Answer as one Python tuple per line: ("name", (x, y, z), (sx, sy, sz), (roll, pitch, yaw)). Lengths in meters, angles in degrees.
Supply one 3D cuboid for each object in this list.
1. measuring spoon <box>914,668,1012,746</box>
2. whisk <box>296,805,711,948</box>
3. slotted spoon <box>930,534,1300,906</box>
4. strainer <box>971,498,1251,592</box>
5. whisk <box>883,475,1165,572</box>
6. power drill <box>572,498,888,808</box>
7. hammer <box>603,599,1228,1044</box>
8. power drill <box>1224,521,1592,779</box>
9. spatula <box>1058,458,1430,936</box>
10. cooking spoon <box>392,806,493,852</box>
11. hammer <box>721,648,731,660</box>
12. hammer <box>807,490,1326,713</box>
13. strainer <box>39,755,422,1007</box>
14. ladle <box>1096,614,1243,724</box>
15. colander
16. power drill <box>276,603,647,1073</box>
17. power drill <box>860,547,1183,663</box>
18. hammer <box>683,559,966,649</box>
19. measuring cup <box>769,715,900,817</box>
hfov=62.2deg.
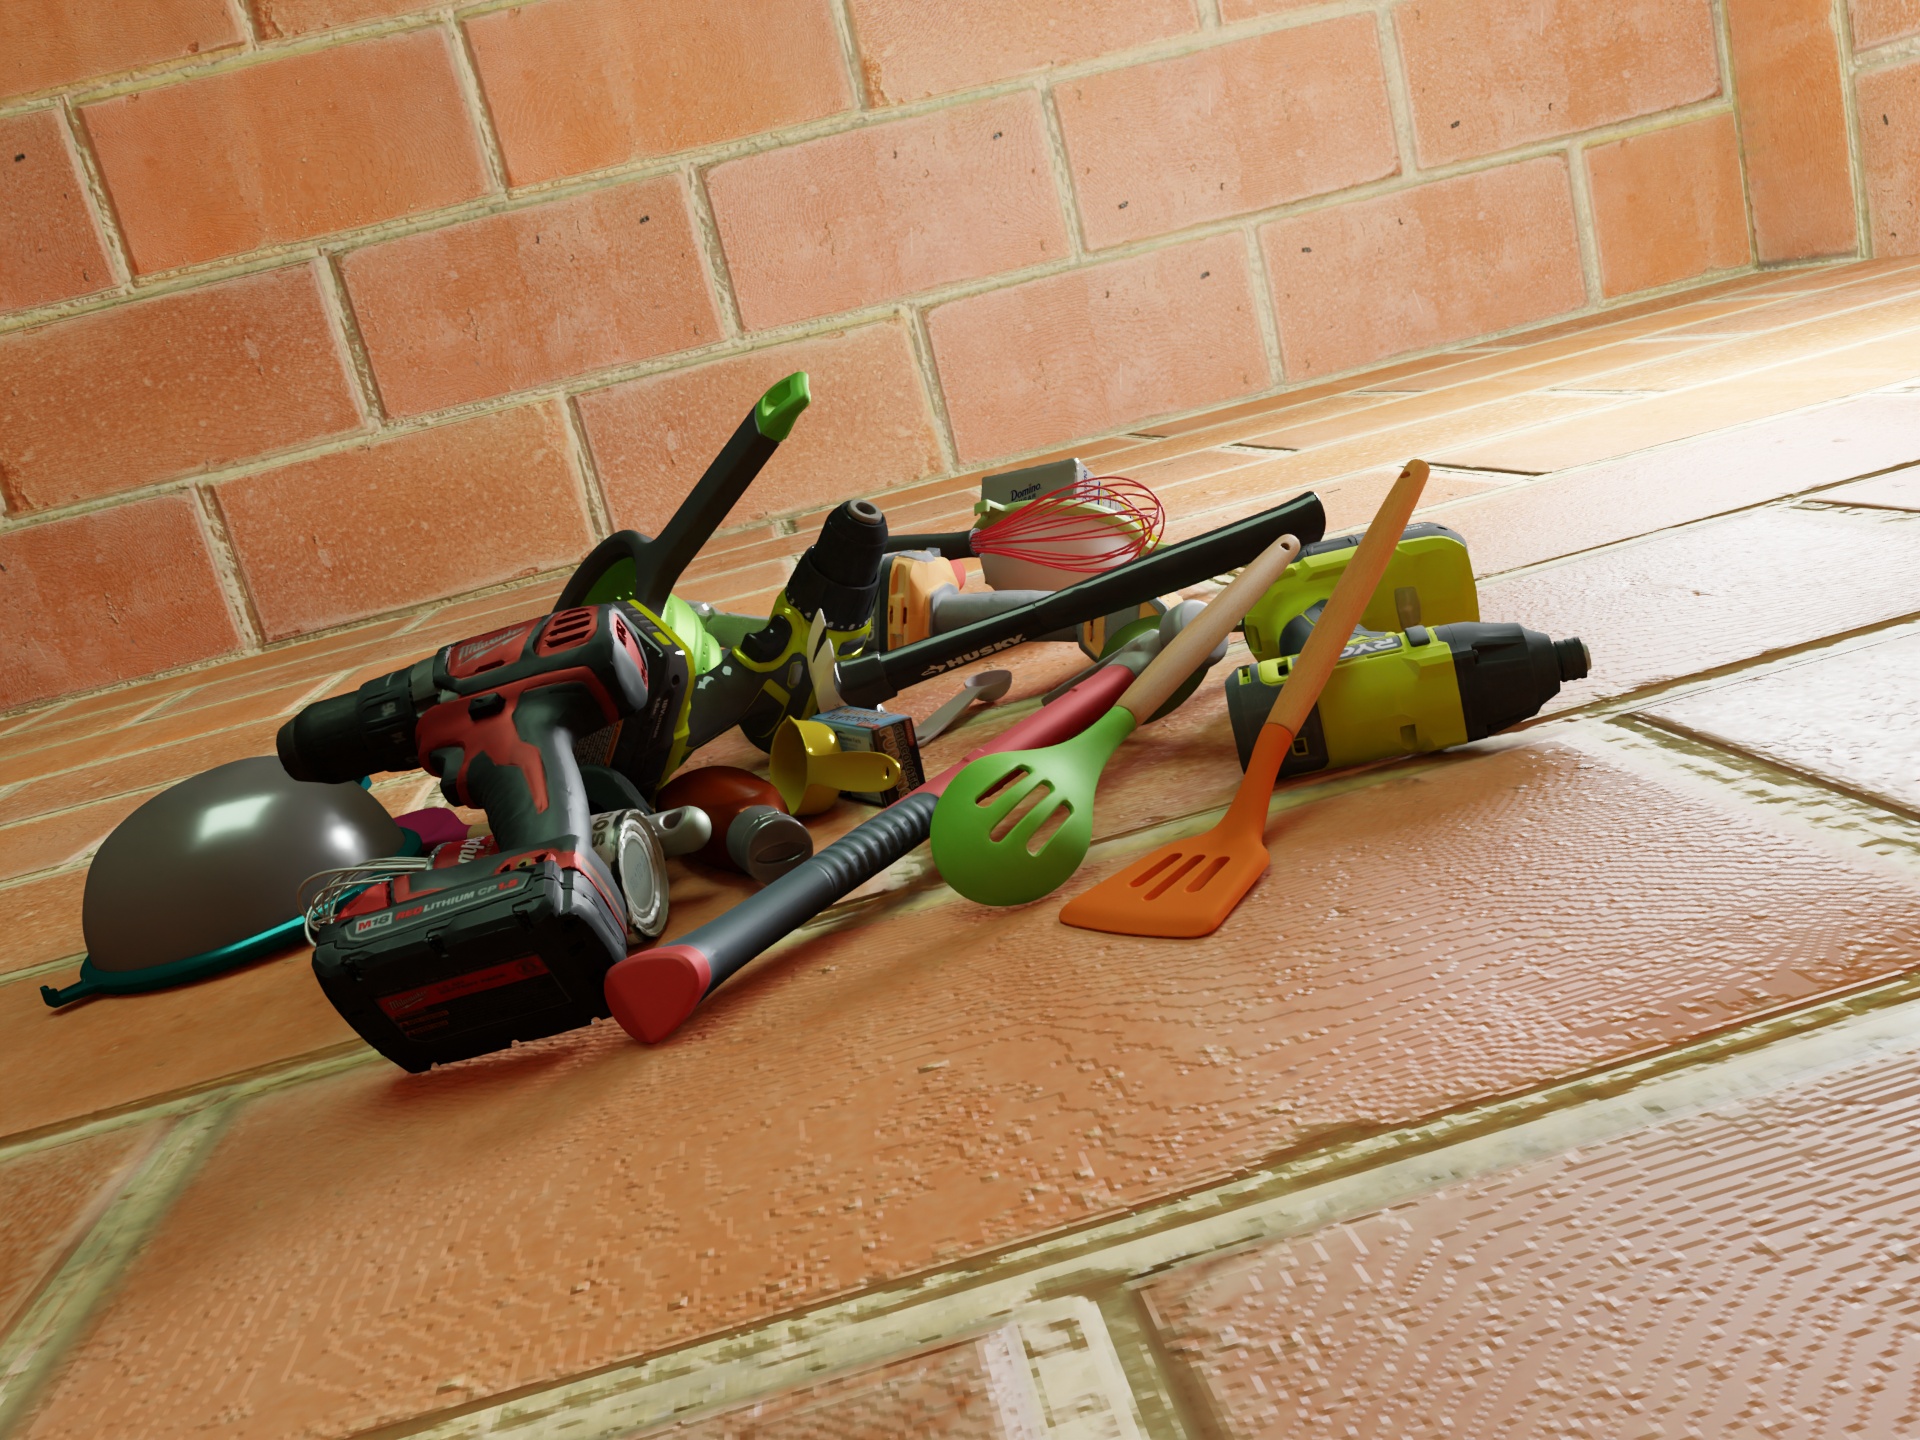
("measuring spoon", (-0.002, -0.003, 1.083), (0.034, 0.018, 0.124), (0, 25, 34))
("whisk", (-0.247, 0.082, 0.853), (0.246, 0.059, 0.058), (-14, 39, 13))
("slotted spoon", (0.093, -0.016, 0.793), (0.314, 0.070, 0.031), (-42, -12, -38))
("strainer", (0.133, -0.118, 1.322), (0.256, 0.069, 0.151), (5, -19, 6))
("whisk", (0.029, -0.142, 1.244), (0.296, 0.073, 0.073), (-4, 17, 35))
("power drill", (-0.141, -0.039, 0.992), (0.080, 0.190, 0.228), (40, 37, 20))
("hammer", (-0.021, 0.047, 0.790), (0.386, 0.038, 0.143), (-32, -1, -40))
("power drill", (0.231, -0.040, 0.859), (0.171, 0.080, 0.223), (-12, 17, 12))
("spatula", (0.154, -0.018, 0.738), (0.081, 0.041, 0.323), (0, 47, 46))
("cooking spoon", (-0.301, 0.075, 1.042), (0.319, 0.017, 0.069), (-5, 27, 34))
("hammer", (-0.148, -0.031, 1.293), (0.127, 0.034, 0.337), (-16, 13, -13))
("hammer", (0.063, -0.071, 0.984), (0.335, 0.035, 0.146), (-20, -24, 6))
("strainer", (-0.461, 0.061, 1.054), (0.211, 0.095, 0.340), (-17, 17, 0))
("ladle", (0.216, -0.058, 1.043), (0.320, 0.062, 0.078), (-15, 11, -35))
("colander", (-0.184, -0.073, 1.079), (0.397, 0.094, 0.205), (-45, 37, 33))
("power drill", (-0.240, 0.046, 0.742), (0.188, 0.080, 0.227), (-16, 44, 3))
("power drill", (0.050, -0.078, 1.138), (0.226, 0.084, 0.185), (4, 10, 14))
("hammer", (-0.075, -0.097, 1.304), (0.149, 0.036, 0.359), (9, 15, 24))
("measuring cup", (-0.064, 0.028, 0.895), (0.029, 0.062, 0.156), (1, -1, -32))
